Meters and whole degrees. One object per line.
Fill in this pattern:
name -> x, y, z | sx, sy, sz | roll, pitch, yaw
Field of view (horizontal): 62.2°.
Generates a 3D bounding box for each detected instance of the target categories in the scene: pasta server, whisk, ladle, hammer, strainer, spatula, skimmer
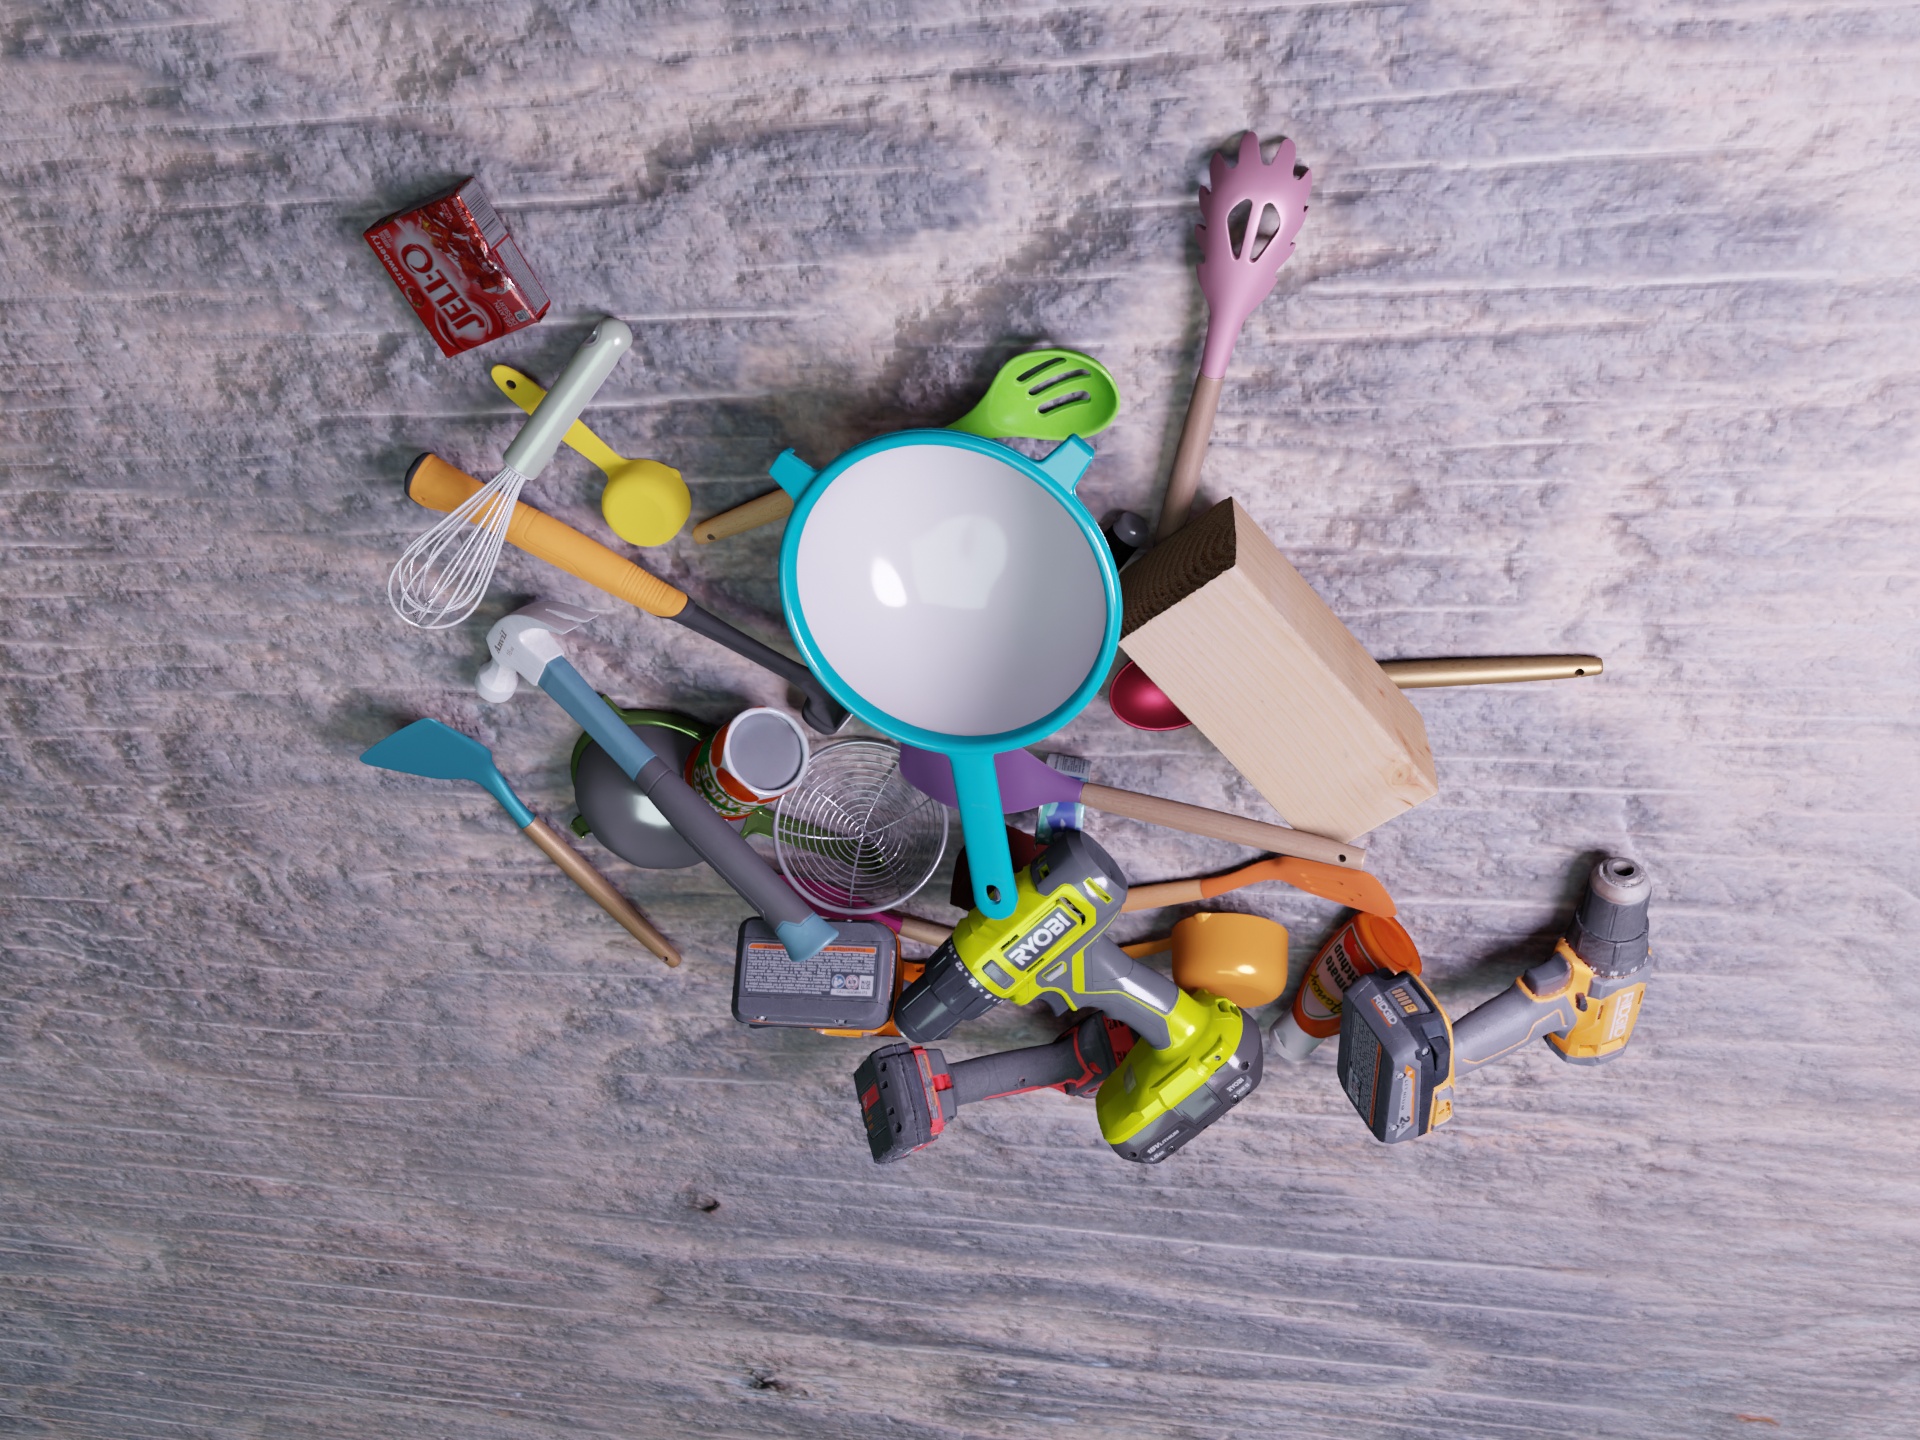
pasta server -> 0.144, -0.188, 0.944 | 0.060, 0.040, 0.316 | 12, 134, 3
whisk -> -0.283, -0.154, 1.009 | 0.059, 0.058, 0.246 | 30, 109, -34
ladle -> 0.256, -0.029, 1.049 | 0.315, 0.031, 0.069 | -2, 127, 12
hammer -> -0.216, -0.090, 1.070 | 0.337, 0.034, 0.127 | 28, 160, -6
strainer -> 0.011, -0.036, 1.007 | 0.211, 0.095, 0.340 | 0, 120, 17
spatula -> -0.334, 0.106, 1.275 | 0.082, 0.044, 0.317 | -26, 120, 25
skimmer -> -0.002, -0.003, 1.082 | 0.127, 0.090, 0.363 | 48, 126, 9
spatula -> 0.104, 0.055, 1.033 | 0.316, 0.018, 0.059 | 12, 112, 20
hammer -> -0.212, 0.045, 1.117 | 0.331, 0.033, 0.128 | 45, 134, 7
spatula -> 0.159, 0.138, 1.196 | 0.322, 0.041, 0.080 | -12, 147, 23
strainer -> -0.183, 0.086, 1.208 | 0.256, 0.069, 0.151 | 19, 130, -1

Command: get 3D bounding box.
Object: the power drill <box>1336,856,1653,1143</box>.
power drill -> 0.387, 0.194, 1.126 | 0.226, 0.084, 0.185 | -17, 131, -11

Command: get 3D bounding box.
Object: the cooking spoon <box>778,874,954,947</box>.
cooking spoon -> -0.023, 0.171, 1.270 | 0.319, 0.017, 0.068 | 16, 154, -5

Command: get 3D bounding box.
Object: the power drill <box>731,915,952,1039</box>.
power drill -> -0.102, 0.206, 1.231 | 0.164, 0.084, 0.226 | 0, 164, 12

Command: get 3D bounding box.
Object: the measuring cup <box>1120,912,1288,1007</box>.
measuring cup -> 0.169, 0.194, 1.221 | 0.173, 0.052, 0.095 | -16, 146, 33

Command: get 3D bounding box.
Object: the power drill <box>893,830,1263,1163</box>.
power drill -> 0.084, 0.208, 1.127 | 0.190, 0.080, 0.228 | -42, 109, 14

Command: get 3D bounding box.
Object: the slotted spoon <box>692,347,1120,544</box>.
slotted spoon -> -0.043, -0.165, 1.000 | 0.314, 0.031, 0.070 | -17, 134, 26

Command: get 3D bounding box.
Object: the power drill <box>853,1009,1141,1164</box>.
power drill -> 0.033, 0.287, 1.273 | 0.219, 0.079, 0.143 | -10, 160, -17

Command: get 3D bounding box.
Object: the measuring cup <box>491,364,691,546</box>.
measuring cup -> -0.244, -0.171, 1.034 | 0.156, 0.029, 0.062 | 40, 126, -23
